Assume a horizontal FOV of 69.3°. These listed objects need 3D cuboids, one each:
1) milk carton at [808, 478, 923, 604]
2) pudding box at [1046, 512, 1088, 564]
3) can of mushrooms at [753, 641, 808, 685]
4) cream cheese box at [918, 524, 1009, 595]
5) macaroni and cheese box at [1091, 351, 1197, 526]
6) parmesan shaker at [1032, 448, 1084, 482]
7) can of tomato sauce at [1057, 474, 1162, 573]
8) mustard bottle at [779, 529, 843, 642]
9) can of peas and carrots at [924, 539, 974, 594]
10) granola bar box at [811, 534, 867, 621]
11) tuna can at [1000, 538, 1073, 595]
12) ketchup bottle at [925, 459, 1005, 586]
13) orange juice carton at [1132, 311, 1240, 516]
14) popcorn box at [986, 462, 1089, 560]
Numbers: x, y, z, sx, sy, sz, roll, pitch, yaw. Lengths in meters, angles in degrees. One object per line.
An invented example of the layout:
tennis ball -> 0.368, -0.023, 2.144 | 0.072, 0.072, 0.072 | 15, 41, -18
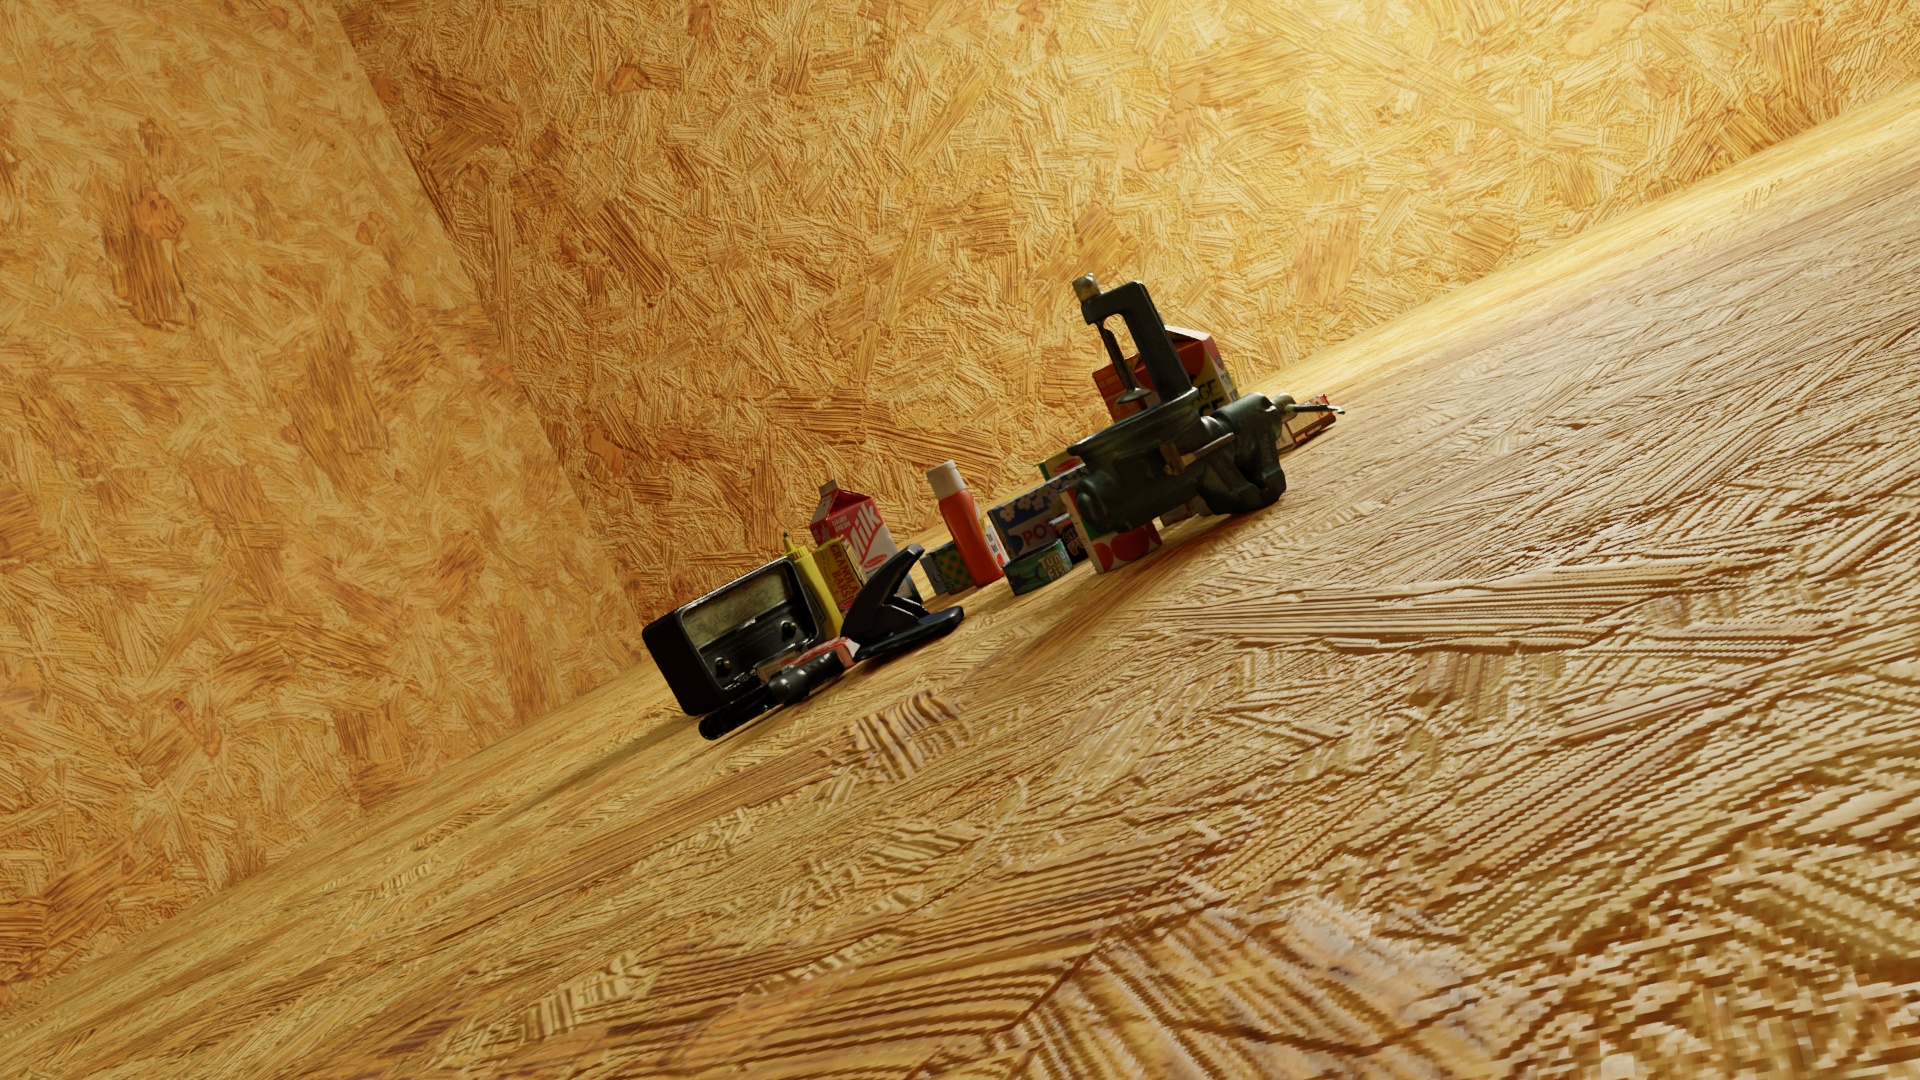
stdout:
milk carton -> -0.129, 0.012, 1.767 | 0.074, 0.190, 0.072 | -27, 3, -25
pudding box -> 0.136, -0.014, 1.419 | 0.084, 0.049, 0.030 | -26, 3, -8
can of mushrooms -> -0.202, 0.145, 1.600 | 0.071, 0.033, 0.071 | -26, 3, 2
cream cheese box -> 0.004, 0.025, 1.753 | 0.103, 0.053, 0.024 | -24, 3, 20
macaroni and cheese box -> 0.212, -0.113, 1.384 | 0.040, 0.166, 0.124 | -23, 4, 43
parmesan shaker -> 0.136, -0.054, 1.575 | 0.071, 0.103, 0.071 | -26, 3, 2
can of tomato sauce -> 0.136, -0.021, 1.246 | 0.071, 0.083, 0.071 | -26, 3, 2
mustard bottle -> -0.205, 0.060, 1.857 | 0.065, 0.160, 0.049 | -24, 3, 34
can of peas and carrots -> 0.001, 0.028, 1.694 | 0.071, 0.058, 0.071 | -26, 3, 2
granola bar box -> -0.128, 0.057, 1.632 | 0.039, 0.124, 0.165 | -26, 3, -2
tuna can -> 0.078, 0.026, 1.377 | 0.071, 0.033, 0.071 | -26, 3, 2
ketchup bottle -> 0.006, -0.020, 1.629 | 0.043, 0.148, 0.065 | -25, 3, 8
orange juice carton -> 0.221, -0.126, 1.297 | 0.073, 0.192, 0.072 | -25, 3, 21
popcorn box -> 0.102, -0.021, 1.467 | 0.127, 0.085, 0.038 | -27, 3, -15
